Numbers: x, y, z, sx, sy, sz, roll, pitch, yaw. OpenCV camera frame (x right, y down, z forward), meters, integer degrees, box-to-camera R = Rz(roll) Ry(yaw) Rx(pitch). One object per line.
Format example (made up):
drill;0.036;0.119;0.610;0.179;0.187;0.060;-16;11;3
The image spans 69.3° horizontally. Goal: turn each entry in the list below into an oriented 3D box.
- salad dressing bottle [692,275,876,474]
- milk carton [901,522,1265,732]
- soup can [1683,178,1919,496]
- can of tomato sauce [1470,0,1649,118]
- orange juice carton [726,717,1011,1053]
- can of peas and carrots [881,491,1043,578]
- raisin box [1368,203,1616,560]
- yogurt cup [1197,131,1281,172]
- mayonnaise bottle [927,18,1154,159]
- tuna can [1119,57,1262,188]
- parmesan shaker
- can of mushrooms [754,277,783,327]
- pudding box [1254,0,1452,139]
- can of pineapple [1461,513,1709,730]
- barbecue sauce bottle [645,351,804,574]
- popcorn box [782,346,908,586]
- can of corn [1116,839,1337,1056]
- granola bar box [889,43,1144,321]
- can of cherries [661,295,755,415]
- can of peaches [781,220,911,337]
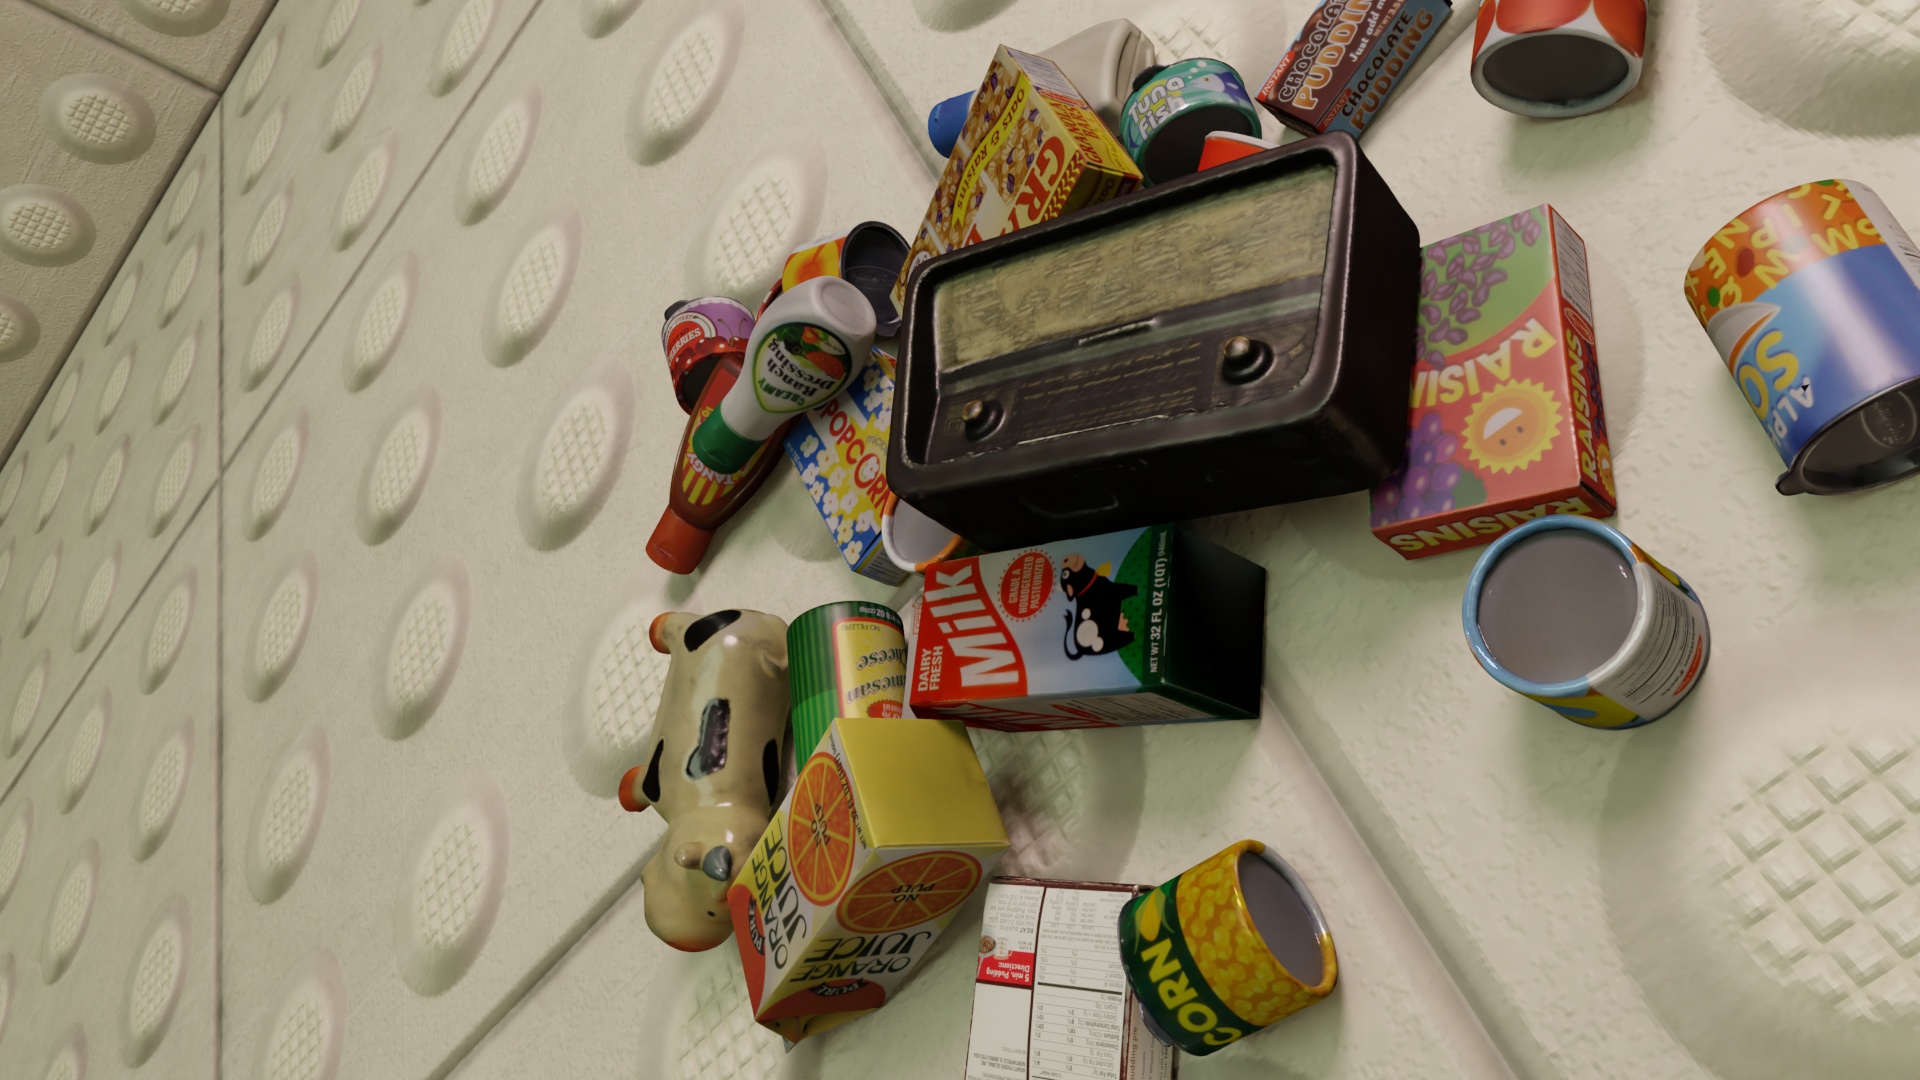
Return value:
salad dressing bottle;-0.108;-0.094;0.822;0.147;0.064;0.044;-42;26;37
milk carton;0.042;0.047;0.654;0.190;0.073;0.072;-11;65;42
soup can;0.288;-0.066;0.461;0.071;0.071;0.084;-34;51;31
can of tomato sauce;0.248;-0.228;0.571;0.071;0.071;0.083;0;73;45
orange juice carton;-0.058;0.172;0.678;0.191;0.073;0.072;-58;40;35
can of peas and carrots;0.003;-0.009;0.729;0.071;0.058;0.071;-20;60;38
raisin box;0.209;-0.062;0.561;0.086;0.040;0.124;-16;61;39
yogurt cup;0.139;-0.156;0.655;0.072;0.072;0.054;31;103;47
mayonnaise bottle;0.043;-0.256;0.812;0.148;0.041;0.065;0;71;46
tuna can;0.114;-0.206;0.695;0.071;0.071;0.033;-35;52;30
parmesan shaker;-0.059;0.091;0.736;0.071;0.071;0.103;-32;53;32
can of mushrooms;-0.105;-0.142;0.915;0.071;0.033;0.071;-19;60;38
pudding box;0.187;-0.234;0.665;0.083;0.030;0.050;-54;43;13
can of pineapple;0.220;0.029;0.494;0.071;0.058;0.071;-20;59;39
barbecue sauce bottle;-0.159;-0.047;0.911;0.065;0.044;0.148;33;108;5
popcorn box;-0.047;-0.046;0.811;0.085;0.038;0.127;-50;45;18
can of corn;0.104;0.160;0.543;0.058;0.071;0.071;-38;50;27
granola bar box;0.024;-0.161;0.751;0.164;0.039;0.125;-62;37;35
can of cherries;-0.168;-0.123;0.941;0.071;0.071;0.058;-42;48;25
can of peaches;-0.068;-0.157;0.861;0.058;0.071;0.071;-5;69;44
